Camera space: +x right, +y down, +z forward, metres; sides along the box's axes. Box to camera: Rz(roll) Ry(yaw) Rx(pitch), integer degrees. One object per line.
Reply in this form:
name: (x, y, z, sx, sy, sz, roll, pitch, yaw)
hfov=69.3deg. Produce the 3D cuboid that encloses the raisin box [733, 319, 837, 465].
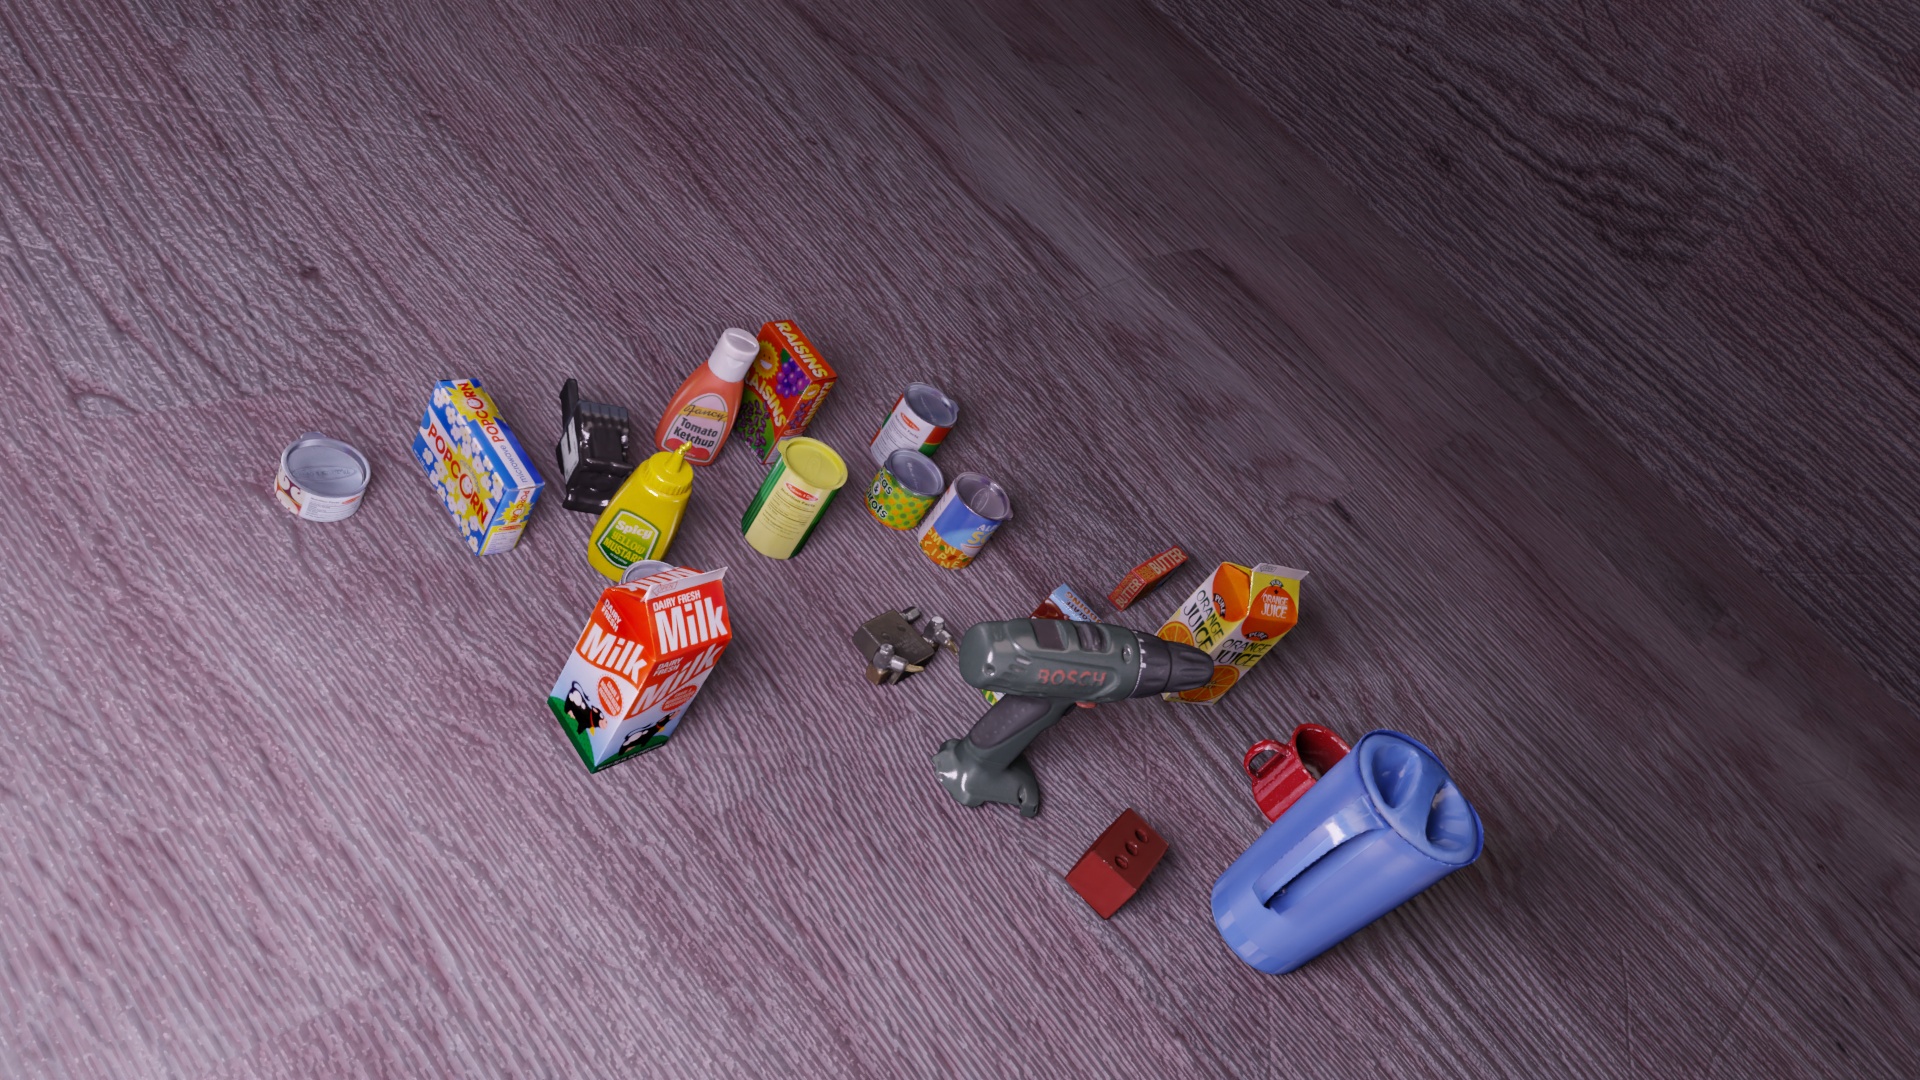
raisin box: (-0.184, -0.149, 1.395, 0.040, 0.122, 0.086, -16, 61, -47)

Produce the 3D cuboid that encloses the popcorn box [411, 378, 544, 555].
popcorn box: (-0.403, -0.062, 1.158, 0.038, 0.084, 0.127, -15, 60, -47)

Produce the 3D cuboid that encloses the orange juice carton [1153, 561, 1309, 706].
orange juice carton: (0.282, 0.088, 1.456, 0.072, 0.191, 0.073, 10, 44, -31)

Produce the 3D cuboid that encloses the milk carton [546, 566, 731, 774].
milk carton: (-0.237, 0.086, 1.044, 0.072, 0.189, 0.073, -16, 61, -47)

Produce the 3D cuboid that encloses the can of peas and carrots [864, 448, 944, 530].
can of peas and carrots: (-0.061, -0.053, 1.445, 0.071, 0.058, 0.071, 22, 39, -19)

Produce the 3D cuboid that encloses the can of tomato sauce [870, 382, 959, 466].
can of tomato sauce: (-0.050, -0.119, 1.505, 0.071, 0.082, 0.071, 22, 39, -19)

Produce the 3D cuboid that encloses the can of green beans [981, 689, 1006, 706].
can of green beans: (0.060, 0.130, 1.346, 0.071, 0.057, 0.071, 22, 39, -19)

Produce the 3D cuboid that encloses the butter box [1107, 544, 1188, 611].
butter box: (0.212, 0.042, 1.566, 0.024, 0.053, 0.104, 48, 38, 14)

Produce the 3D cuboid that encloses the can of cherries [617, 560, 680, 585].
can of cherries: (-0.260, 0.059, 1.165, 0.071, 0.058, 0.072, 22, 39, -19)

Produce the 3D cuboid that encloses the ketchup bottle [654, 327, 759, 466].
ketchup bottle: (-0.237, -0.137, 1.320, 0.065, 0.148, 0.044, 20, 40, -21)

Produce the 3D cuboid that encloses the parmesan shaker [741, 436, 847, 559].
parmesan shaker: (-0.161, -0.041, 1.314, 0.071, 0.102, 0.072, 22, 39, -19)

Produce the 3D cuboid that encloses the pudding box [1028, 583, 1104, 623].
pudding box: (0.117, 0.091, 1.440, 0.084, 0.049, 0.030, 44, 37, 10)

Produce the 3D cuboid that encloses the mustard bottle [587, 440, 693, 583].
mustard bottle: (-0.263, -0.029, 1.172, 0.065, 0.159, 0.049, 30, 37, -9)

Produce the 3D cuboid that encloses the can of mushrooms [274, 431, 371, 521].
can of mushrooms: (-0.508, -0.050, 1.105, 0.071, 0.033, 0.071, 22, 39, -19)

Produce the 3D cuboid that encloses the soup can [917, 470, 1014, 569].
soup can: (0.005, -0.018, 1.439, 0.071, 0.083, 0.072, 22, 39, -19)
